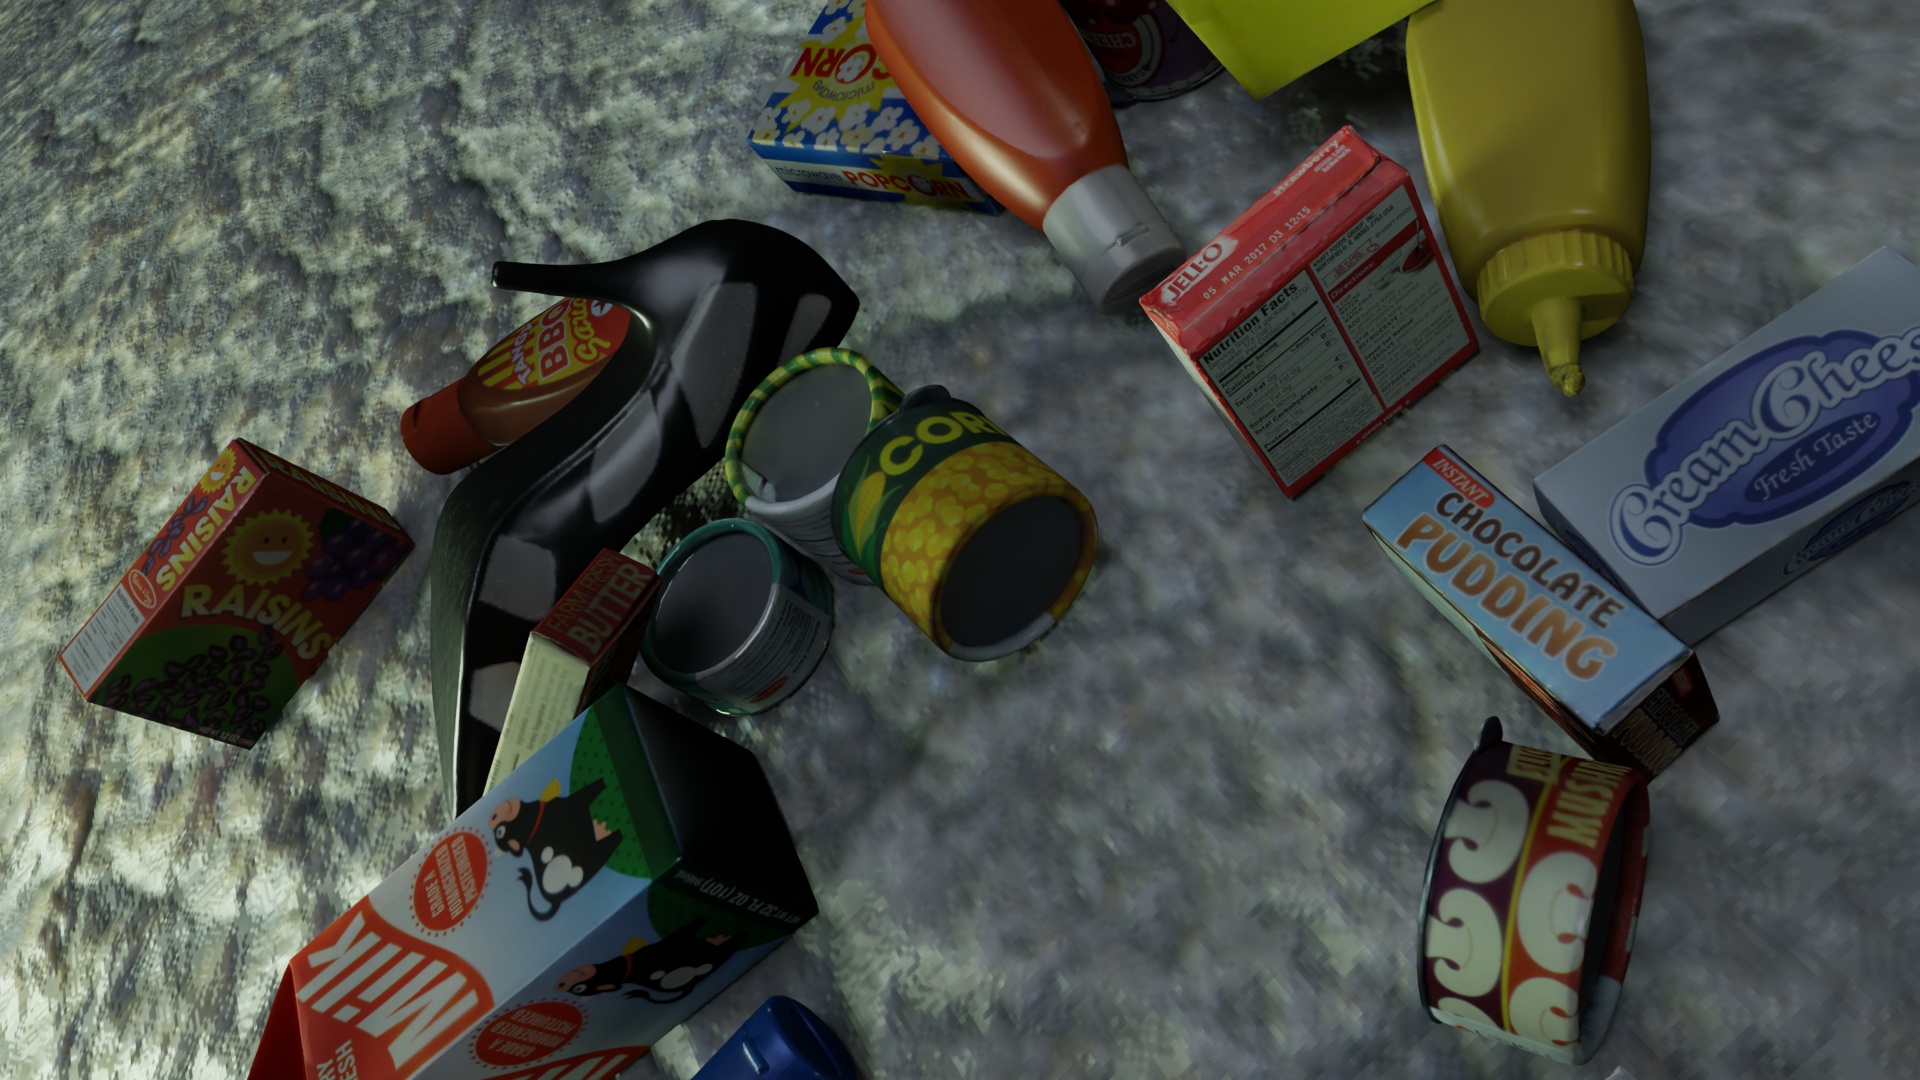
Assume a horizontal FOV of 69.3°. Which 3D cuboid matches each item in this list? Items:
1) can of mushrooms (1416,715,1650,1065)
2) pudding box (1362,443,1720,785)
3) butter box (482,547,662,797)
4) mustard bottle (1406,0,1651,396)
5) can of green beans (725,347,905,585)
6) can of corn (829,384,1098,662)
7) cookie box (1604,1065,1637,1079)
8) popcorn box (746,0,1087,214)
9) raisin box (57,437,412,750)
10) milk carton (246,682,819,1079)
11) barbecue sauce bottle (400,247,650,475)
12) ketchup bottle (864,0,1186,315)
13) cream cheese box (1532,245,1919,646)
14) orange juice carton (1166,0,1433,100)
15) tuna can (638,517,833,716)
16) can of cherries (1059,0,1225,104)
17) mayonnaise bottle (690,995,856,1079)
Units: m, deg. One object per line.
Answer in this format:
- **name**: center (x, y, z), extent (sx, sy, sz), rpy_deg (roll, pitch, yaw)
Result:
- **can of mushrooms**: center (0.129, 0.077, 0.309), extent (0.033, 0.071, 0.071), rpy_deg (9, 70, 36)
- **pudding box**: center (0.143, 0.019, 0.346), extent (0.030, 0.049, 0.084), rpy_deg (-43, 48, 8)
- **butter box**: center (-0.136, 0.057, 0.478), extent (0.103, 0.024, 0.053), rpy_deg (-63, 1, 34)
- **mustard bottle**: center (0.167, -0.107, 0.404), extent (0.065, 0.048, 0.161), rpy_deg (-12, 58, 33)
- **can of green beans**: center (-0.040, -0.026, 0.488), extent (0.071, 0.057, 0.071), rpy_deg (-16, 56, 26)
- **can of corn**: center (0.002, -0.006, 0.441), extent (0.071, 0.071, 0.058), rpy_deg (-49, 50, 0)
- **cookie box**: center (0.123, 0.192, 0.223), extent (0.123, 0.040, 0.168), rpy_deg (-24, 49, -19)
- **popcorn box**: center (-0.021, -0.187, 0.583), extent (0.127, 0.038, 0.085), rpy_deg (17, 74, 39)
- **raisin box**: center (-0.323, 0.026, 0.627), extent (0.040, 0.086, 0.123), rpy_deg (35, 87, 35)
- **milk carton**: center (-0.148, 0.141, 0.453), extent (0.190, 0.072, 0.074), rpy_deg (-40, 50, 8)
- **barbecue sauce bottle**: center (-0.184, -0.073, 0.621), extent (0.148, 0.043, 0.065), rpy_deg (-23, 52, 21)
- **ketchup bottle**: center (0.026, -0.148, 0.495), extent (0.065, 0.043, 0.149), rpy_deg (-29, 72, -7)
- **cream cheese box**: center (0.204, -0.022, 0.347), extent (0.103, 0.024, 0.053), rpy_deg (-36, 48, 11)
- **orange juice carton**: center (0.125, -0.250, 0.476), extent (0.073, 0.071, 0.193), rpy_deg (-19, 41, 46)
- **tuna can**: center (-0.083, 0.026, 0.503), extent (0.071, 0.032, 0.071), rpy_deg (-16, 57, 25)
- **can of cherries**: center (0.070, -0.209, 0.522), extent (0.071, 0.058, 0.072), rpy_deg (-16, 56, 25)
- **mayonnaise bottle**: center (-0.093, 0.199, 0.404), extent (0.148, 0.041, 0.065), rpy_deg (-46, 50, 1)
